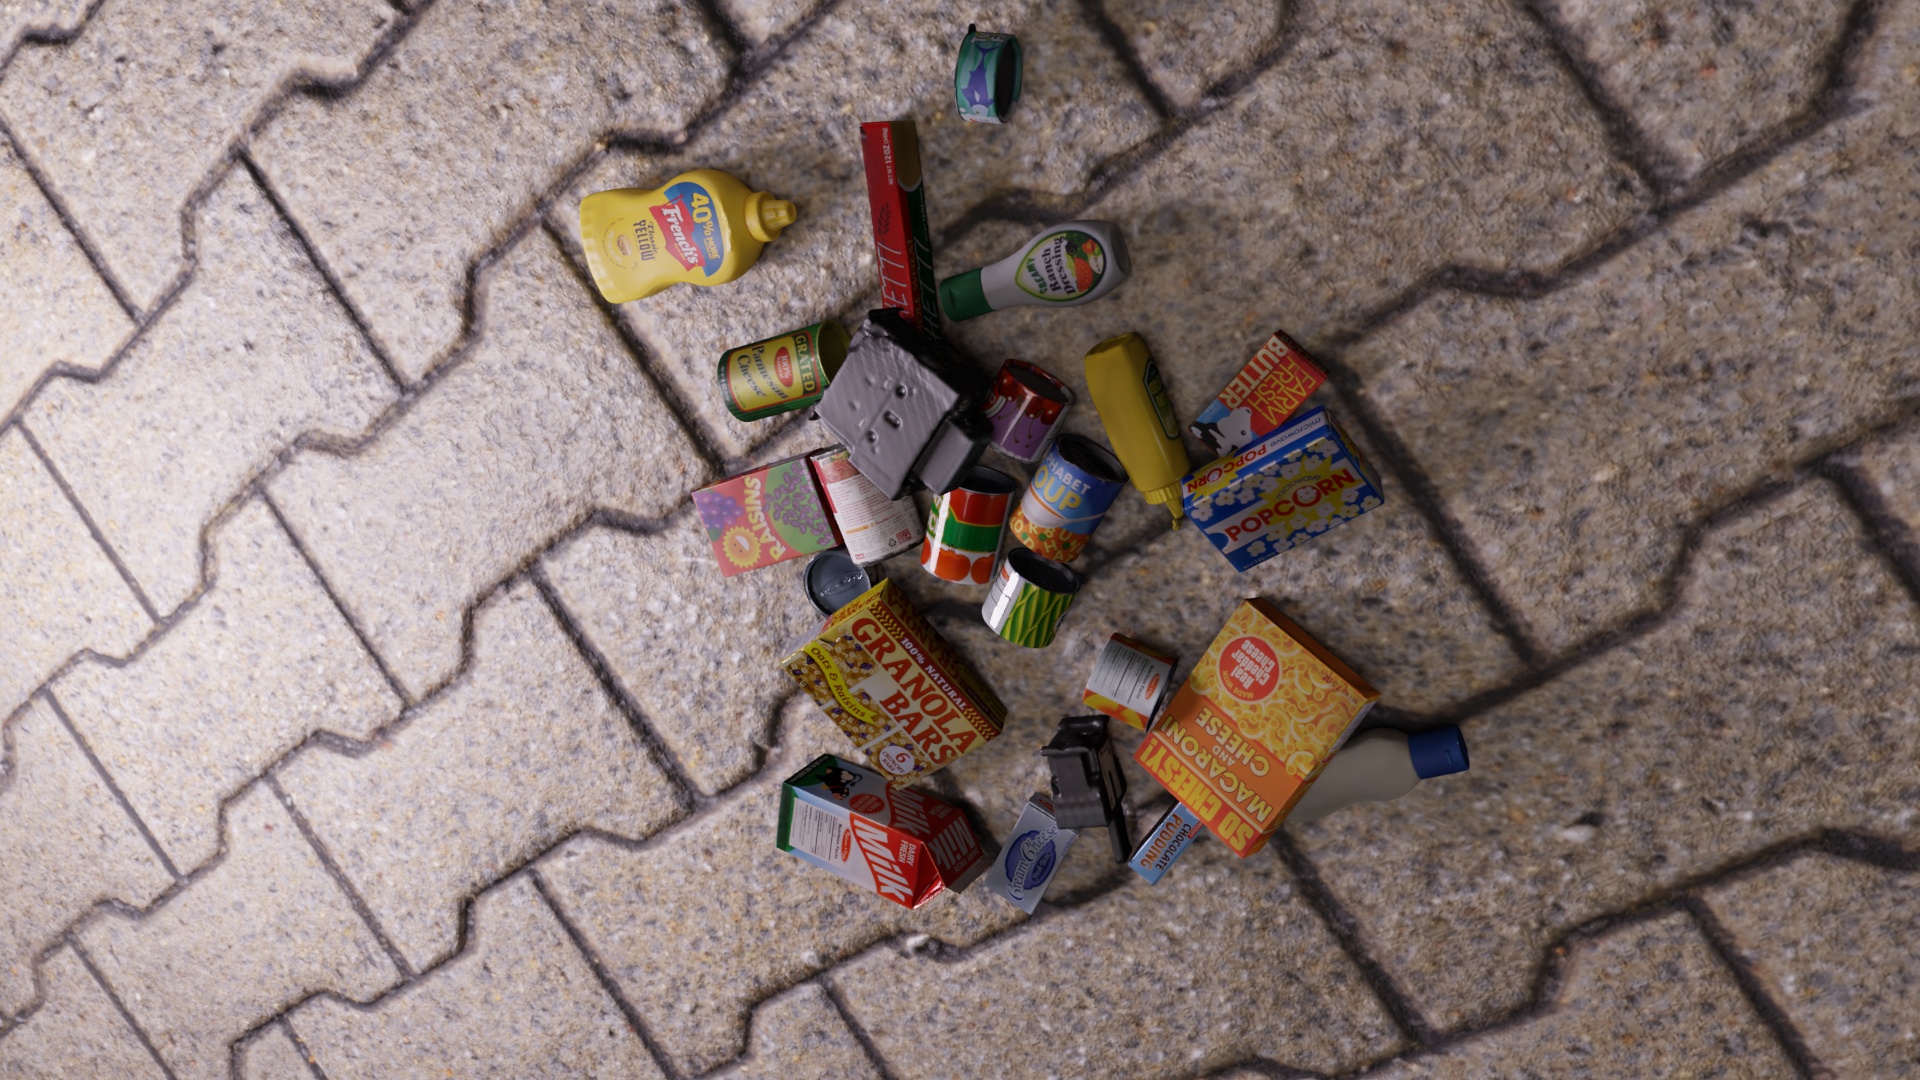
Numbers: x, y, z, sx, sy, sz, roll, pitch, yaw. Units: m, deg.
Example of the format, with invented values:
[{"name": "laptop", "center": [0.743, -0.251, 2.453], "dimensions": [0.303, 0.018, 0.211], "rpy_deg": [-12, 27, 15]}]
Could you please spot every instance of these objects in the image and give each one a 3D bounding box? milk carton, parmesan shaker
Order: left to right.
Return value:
[{"name": "parmesan shaker", "center": [-0.145, -0.139, 1.174], "dimensions": [0.103, 0.071, 0.071], "rpy_deg": [-12, 102, 24]}, {"name": "milk carton", "center": [-0.067, 0.268, 1.255], "dimensions": [0.191, 0.072, 0.073], "rpy_deg": [18, 112, 24]}]

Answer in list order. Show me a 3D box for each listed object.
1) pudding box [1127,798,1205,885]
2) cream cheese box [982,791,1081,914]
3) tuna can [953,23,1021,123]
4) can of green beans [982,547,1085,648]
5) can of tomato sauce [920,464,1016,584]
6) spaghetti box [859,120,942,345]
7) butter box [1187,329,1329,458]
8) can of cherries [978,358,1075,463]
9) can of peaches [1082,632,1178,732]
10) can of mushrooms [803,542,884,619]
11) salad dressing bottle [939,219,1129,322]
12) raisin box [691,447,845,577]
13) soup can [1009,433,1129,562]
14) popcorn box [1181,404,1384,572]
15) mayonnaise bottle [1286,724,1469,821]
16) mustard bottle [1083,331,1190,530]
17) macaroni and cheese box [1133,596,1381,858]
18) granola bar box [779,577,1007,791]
[{"name": "pudding box", "center": [0.181, 0.247, 1.174], "dimensions": [0.030, 0.050, 0.083], "rpy_deg": [37, 116, 9]}, {"name": "cream cheese box", "center": [0.065, 0.281, 1.245], "dimensions": [0.053, 0.024, 0.103], "rpy_deg": [31, 115, 12]}, {"name": "tuna can", "center": [0.022, -0.350, 1.043], "dimensions": [0.033, 0.071, 0.070], "rpy_deg": [11, 110, 17]}, {"name": "can of green beans", "center": [0.058, 0.048, 1.152], "dimensions": [0.071, 0.071, 0.057], "rpy_deg": [30, 115, 11]}, {"name": "can of tomato sauce", "center": [0.004, -0.014, 1.154], "dimensions": [0.071, 0.071, 0.082], "rpy_deg": [18, 113, 16]}, {"name": "spaghetti box", "center": [-0.043, -0.211, 1.122], "dimensions": [0.028, 0.050, 0.249], "rpy_deg": [-1, 106, 23]}, {"name": "butter box", "center": [0.227, -0.106, 1.061], "dimensions": [0.053, 0.024, 0.103], "rpy_deg": [43, 116, 5]}, {"name": "can of cherries", "center": [0.047, -0.105, 1.108], "dimensions": [0.071, 0.072, 0.058], "rpy_deg": [35, 116, 8]}, {"name": "can of peaches", "center": [0.140, 0.117, 1.143], "dimensions": [0.058, 0.071, 0.071], "rpy_deg": [24, 113, 13]}, {"name": "can of mushrooms", "center": [-0.102, 0.038, 1.231], "dimensions": [0.071, 0.033, 0.070], "rpy_deg": [6, 108, 19]}, {"name": "salad dressing bottle", "center": [0.056, -0.207, 1.087], "dimensions": [0.147, 0.044, 0.064], "rpy_deg": [-13, 100, 25]}, {"name": "raisin box", "center": [-0.167, -0.024, 1.235], "dimensions": [0.123, 0.040, 0.086], "rpy_deg": [-16, 101, 24]}, {"name": "soup can", "center": [0.084, -0.034, 1.114], "dimensions": [0.071, 0.071, 0.083], "rpy_deg": [34, 116, 9]}, {"name": "popcorn box", "center": [0.242, -0.037, 1.049], "dimensions": [0.126, 0.038, 0.085], "rpy_deg": [-29, 126, 26]}, {"name": "mayonnaise bottle", "center": [0.324, 0.179, 1.102], "dimensions": [0.148, 0.041, 0.064], "rpy_deg": [-17, 94, 24]}, {"name": "mustard bottle", "center": [0.146, -0.081, 1.083], "dimensions": [0.048, 0.065, 0.160], "rpy_deg": [-17, 107, 27]}, {"name": "macaroni and cheese box", "center": [0.232, 0.148, 1.101], "dimensions": [0.124, 0.040, 0.165], "rpy_deg": [42, 113, 27]}, {"name": "granola bar box", "center": [-0.058, 0.129, 1.218], "dimensions": [0.124, 0.039, 0.165], "rpy_deg": [-33, 106, 26]}]
